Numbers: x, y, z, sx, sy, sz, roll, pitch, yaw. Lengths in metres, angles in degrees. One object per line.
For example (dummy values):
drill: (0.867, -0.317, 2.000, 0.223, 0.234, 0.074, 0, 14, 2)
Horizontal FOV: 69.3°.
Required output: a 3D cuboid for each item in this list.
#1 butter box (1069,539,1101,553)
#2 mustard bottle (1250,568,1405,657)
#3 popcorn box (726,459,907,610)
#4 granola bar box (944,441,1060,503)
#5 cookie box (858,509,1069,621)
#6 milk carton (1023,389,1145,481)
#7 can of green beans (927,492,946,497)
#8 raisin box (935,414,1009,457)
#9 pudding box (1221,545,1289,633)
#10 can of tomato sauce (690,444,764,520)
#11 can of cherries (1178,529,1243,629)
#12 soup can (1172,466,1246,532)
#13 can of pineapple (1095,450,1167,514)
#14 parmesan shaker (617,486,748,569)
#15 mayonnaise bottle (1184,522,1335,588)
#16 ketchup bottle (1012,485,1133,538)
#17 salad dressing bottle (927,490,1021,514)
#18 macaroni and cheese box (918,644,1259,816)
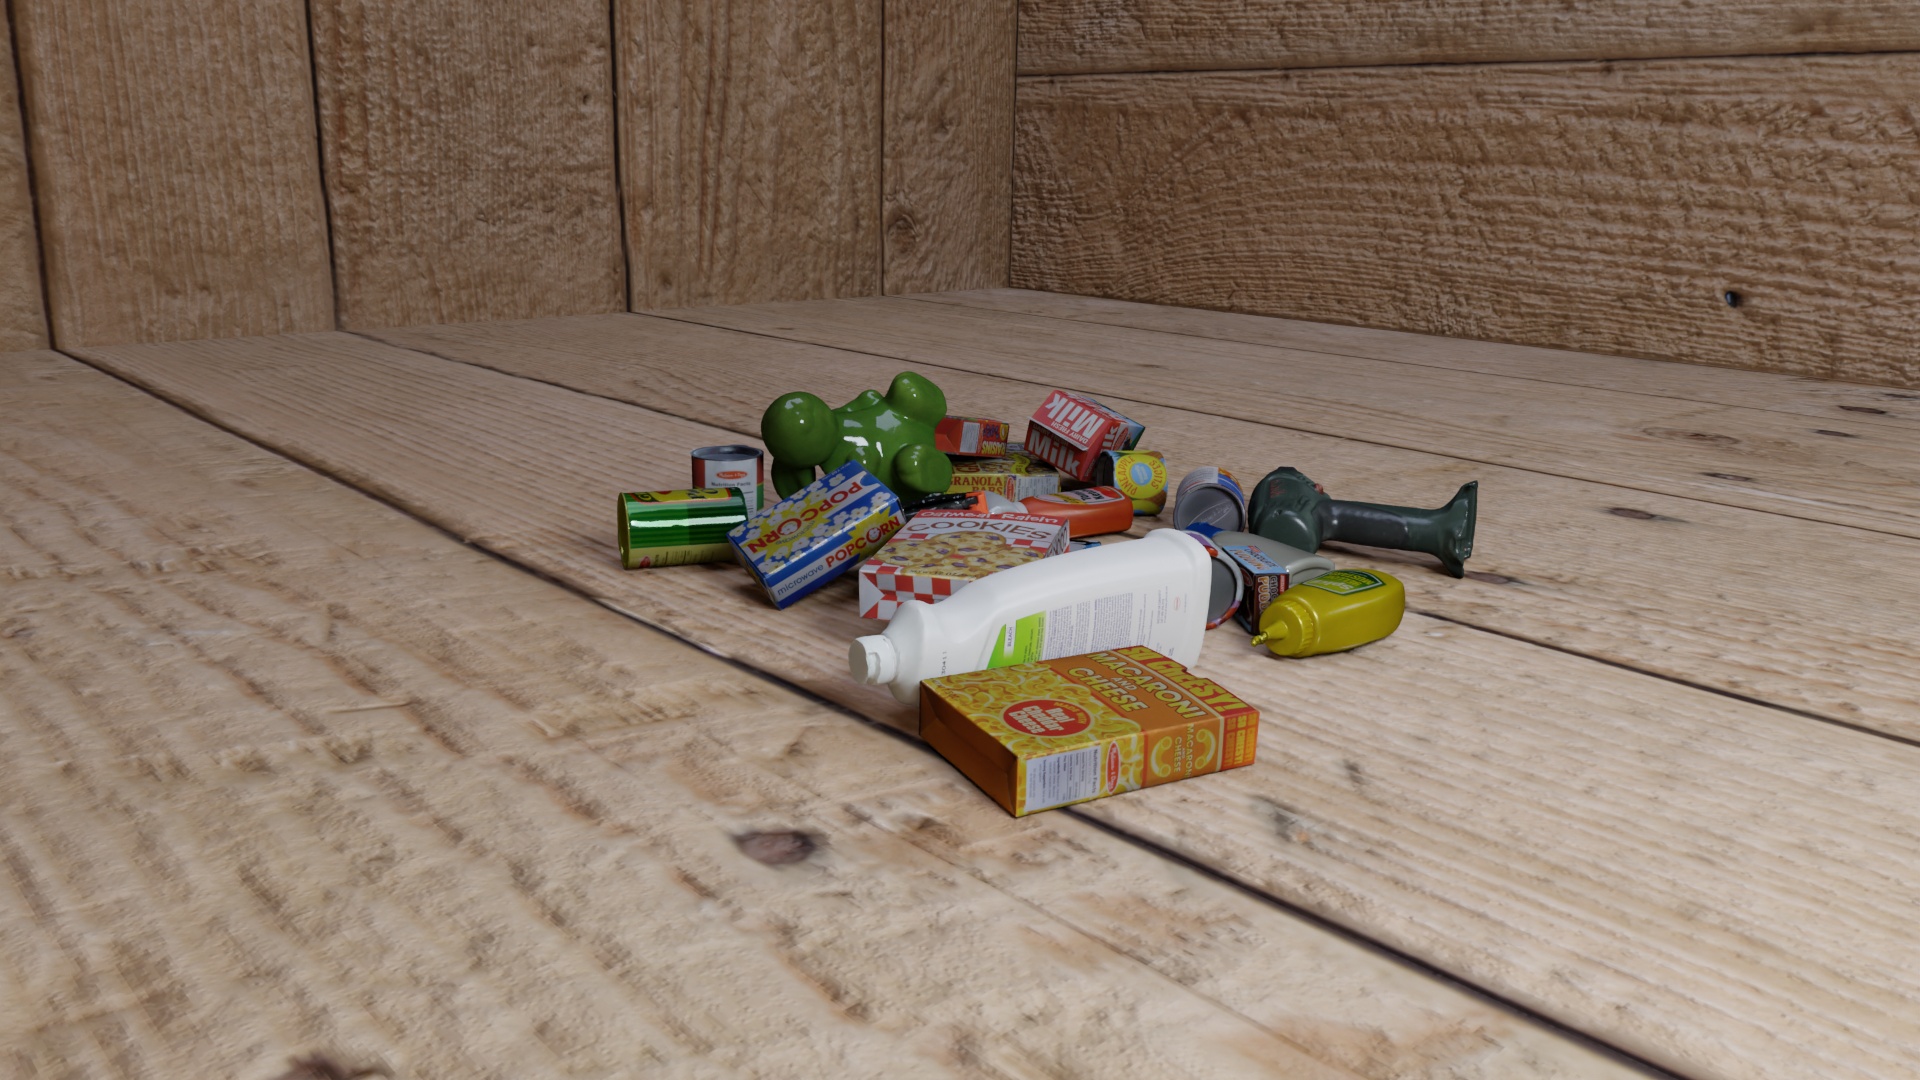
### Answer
butter box: (0.096, 0.023, 1.184, 0.053, 0.024, 0.104, 2, 15, 1)
mustard bottle: (0.267, 0.056, 1.030, 0.161, 0.048, 0.065, -13, 19, -42)
popcorn box: (-0.116, -0.006, 1.128, 0.127, 0.038, 0.085, -32, 36, -14)
granola bar box: (0.033, -0.072, 1.498, 0.124, 0.039, 0.166, 1, 16, -6)
cookie box: (0.008, 0.018, 1.043, 0.123, 0.040, 0.168, 4, 17, 14)
milk carton: (0.128, -0.109, 1.470, 0.072, 0.073, 0.191, 31, 12, 18)
can of green beans: (-0.046, -0.054, 1.389, 0.071, 0.057, 0.071, 2, 15, 0)
raisin box: (-0.012, -0.111, 1.442, 0.086, 0.040, 0.123, 8, 5, 24)
pudding box: (0.231, 0.038, 1.094, 0.030, 0.049, 0.084, -2, 15, -6)
can of tomato sauce: (-0.214, -0.042, 1.281, 0.071, 0.082, 0.071, 1, 15, 0)
can of cherries: (0.179, 0.032, 1.086, 0.071, 0.071, 0.058, -1, 16, -8)
soup can: (0.237, -0.028, 1.313, 0.071, 0.071, 0.084, 4, 14, 9)
can of pineapple: (0.173, -0.059, 1.407, 0.058, 0.070, 0.071, -1, 15, -11)
parmesan shaker: (-0.241, -0.011, 1.205, 0.103, 0.071, 0.071, -4, 16, -21)
mayonnaise bottle: (0.248, 0.017, 1.190, 0.065, 0.041, 0.148, -6, 16, -29)
ketchup bottle: (0.087, -0.022, 1.312, 0.149, 0.043, 0.065, -8, 18, -29)
salad dressing bottle: (0.004, -0.016, 1.259, 0.044, 0.064, 0.147, -17, 14, -26)
macaroni and cheese box: (0.076, 0.109, 0.838, 0.167, 0.040, 0.124, -7, 18, -27)
